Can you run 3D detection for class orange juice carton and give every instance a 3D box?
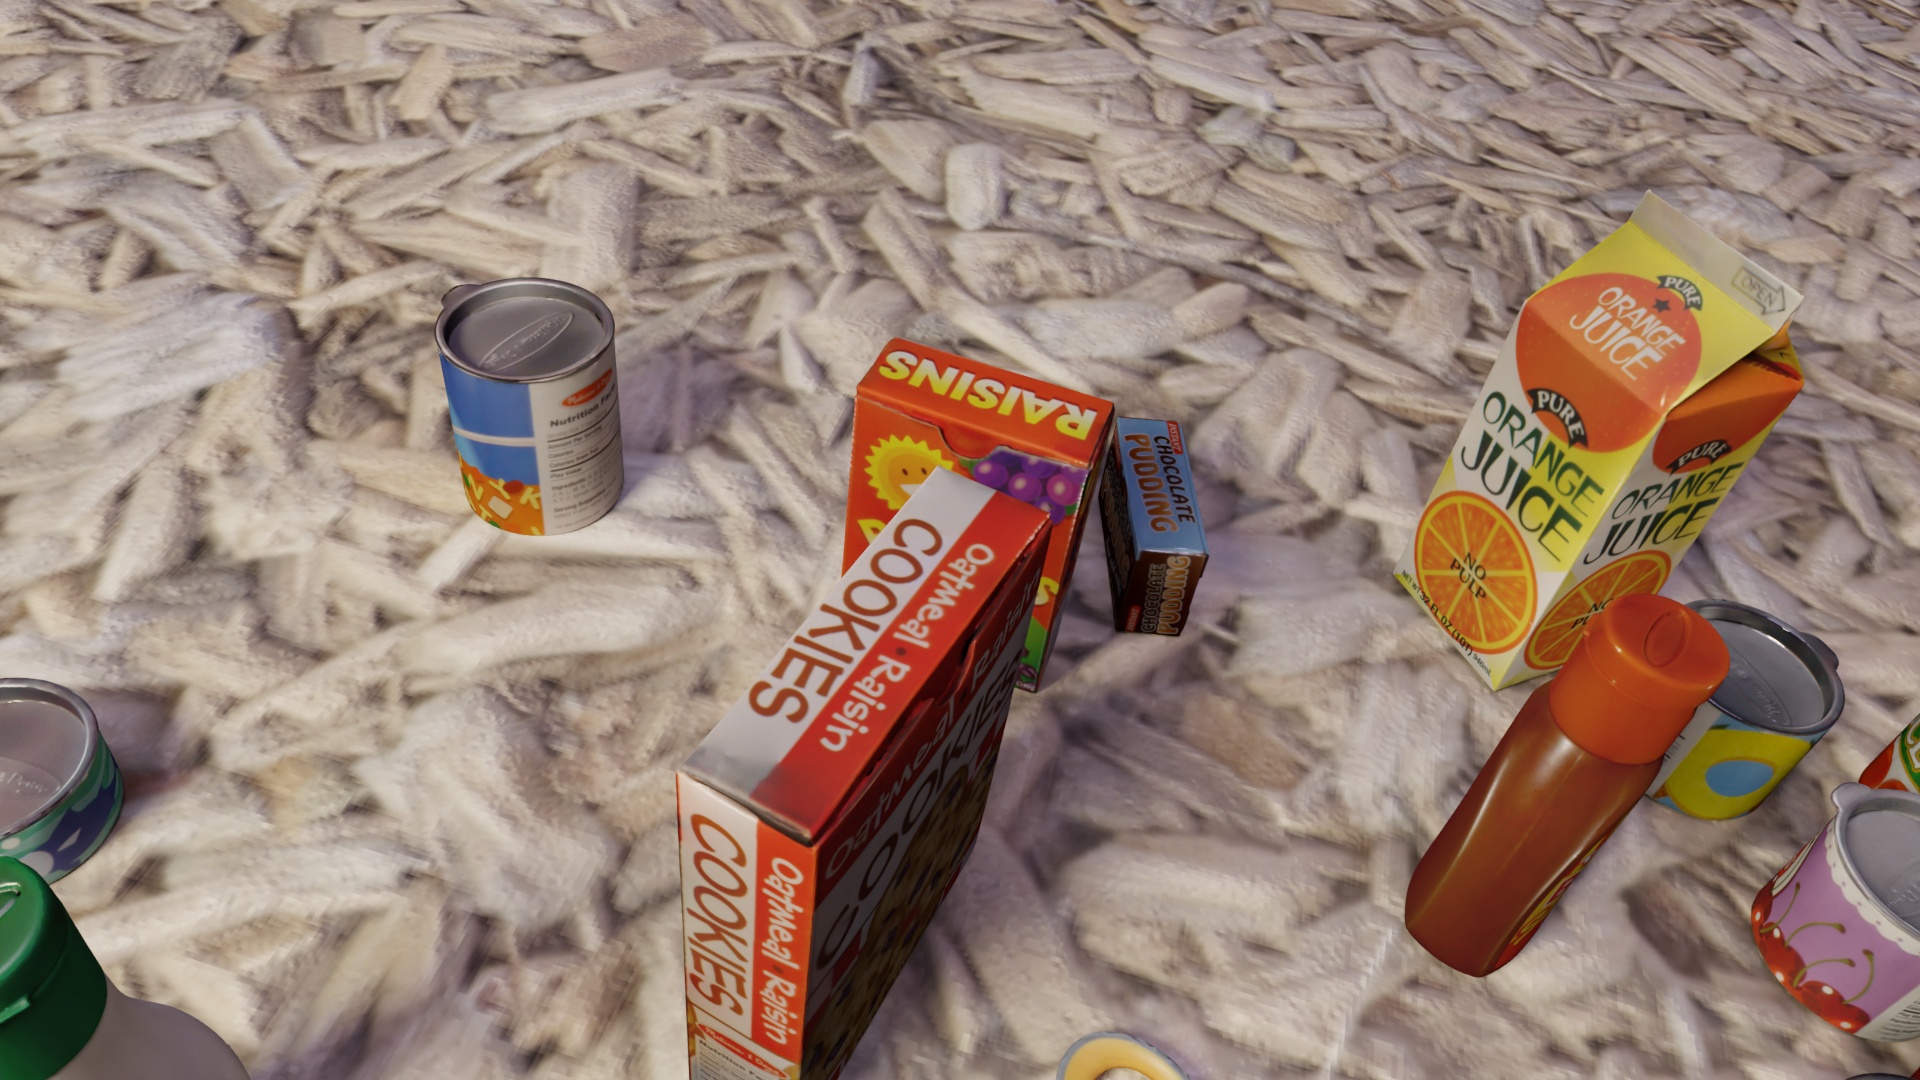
[{"bbox_3d":[0.247,-0.035,0.537,0.073,0.191,0.072,-13,49,-22],"label":"orange juice carton"}]

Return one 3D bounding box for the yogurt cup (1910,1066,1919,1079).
[{"bbox_3d":[0.338,0.180,0.435,0.072,0.053,0.073,5,45,-5],"label":"yogurt cup"}]

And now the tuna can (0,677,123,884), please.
[{"bbox_3d":[-0.306,0.081,0.438,0.071,0.032,0.071,5,45,-5],"label":"tuna can"}]

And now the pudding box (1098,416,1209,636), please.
[{"bbox_3d":[0.079,-0.007,0.582,0.030,0.049,0.084,4,45,-6],"label":"pudding box"}]

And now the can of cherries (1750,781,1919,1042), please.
[{"bbox_3d":[0.319,0.128,0.481,0.071,0.058,0.072,5,45,-5],"label":"can of cherries"}]

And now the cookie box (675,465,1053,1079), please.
[{"bbox_3d":[-0.027,0.079,0.393,0.040,0.166,0.123,24,46,14],"label":"cookie box"}]

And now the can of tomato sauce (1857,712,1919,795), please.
[{"bbox_3d":[0.391,0.084,0.521,0.071,0.082,0.071,5,45,-5],"label":"can of tomato sauce"}]

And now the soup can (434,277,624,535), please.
[{"bbox_3d":[-0.173,-0.054,0.561,0.071,0.083,0.072,5,45,-5],"label":"soup can"}]

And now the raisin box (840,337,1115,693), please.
[{"bbox_3d":[0.002,-0.006,0.515,0.086,0.122,0.040,19,45,9],"label":"raisin box"}]

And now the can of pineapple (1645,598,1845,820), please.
[{"bbox_3d":[0.296,0.066,0.540,0.071,0.057,0.071,5,45,-5],"label":"can of pineapple"}]

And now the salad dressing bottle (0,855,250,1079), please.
[{"bbox_3d":[-0.208,0.128,0.325,0.044,0.146,0.064,38,51,26],"label":"salad dressing bottle"}]

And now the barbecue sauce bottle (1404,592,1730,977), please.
[{"bbox_3d":[0.191,0.079,0.444,0.044,0.147,0.065,33,49,22],"label":"barbecue sauce bottle"}]

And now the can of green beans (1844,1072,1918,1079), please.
[{"bbox_3d":[0.265,0.198,0.401,0.071,0.057,0.071,5,45,-5],"label":"can of green beans"}]
